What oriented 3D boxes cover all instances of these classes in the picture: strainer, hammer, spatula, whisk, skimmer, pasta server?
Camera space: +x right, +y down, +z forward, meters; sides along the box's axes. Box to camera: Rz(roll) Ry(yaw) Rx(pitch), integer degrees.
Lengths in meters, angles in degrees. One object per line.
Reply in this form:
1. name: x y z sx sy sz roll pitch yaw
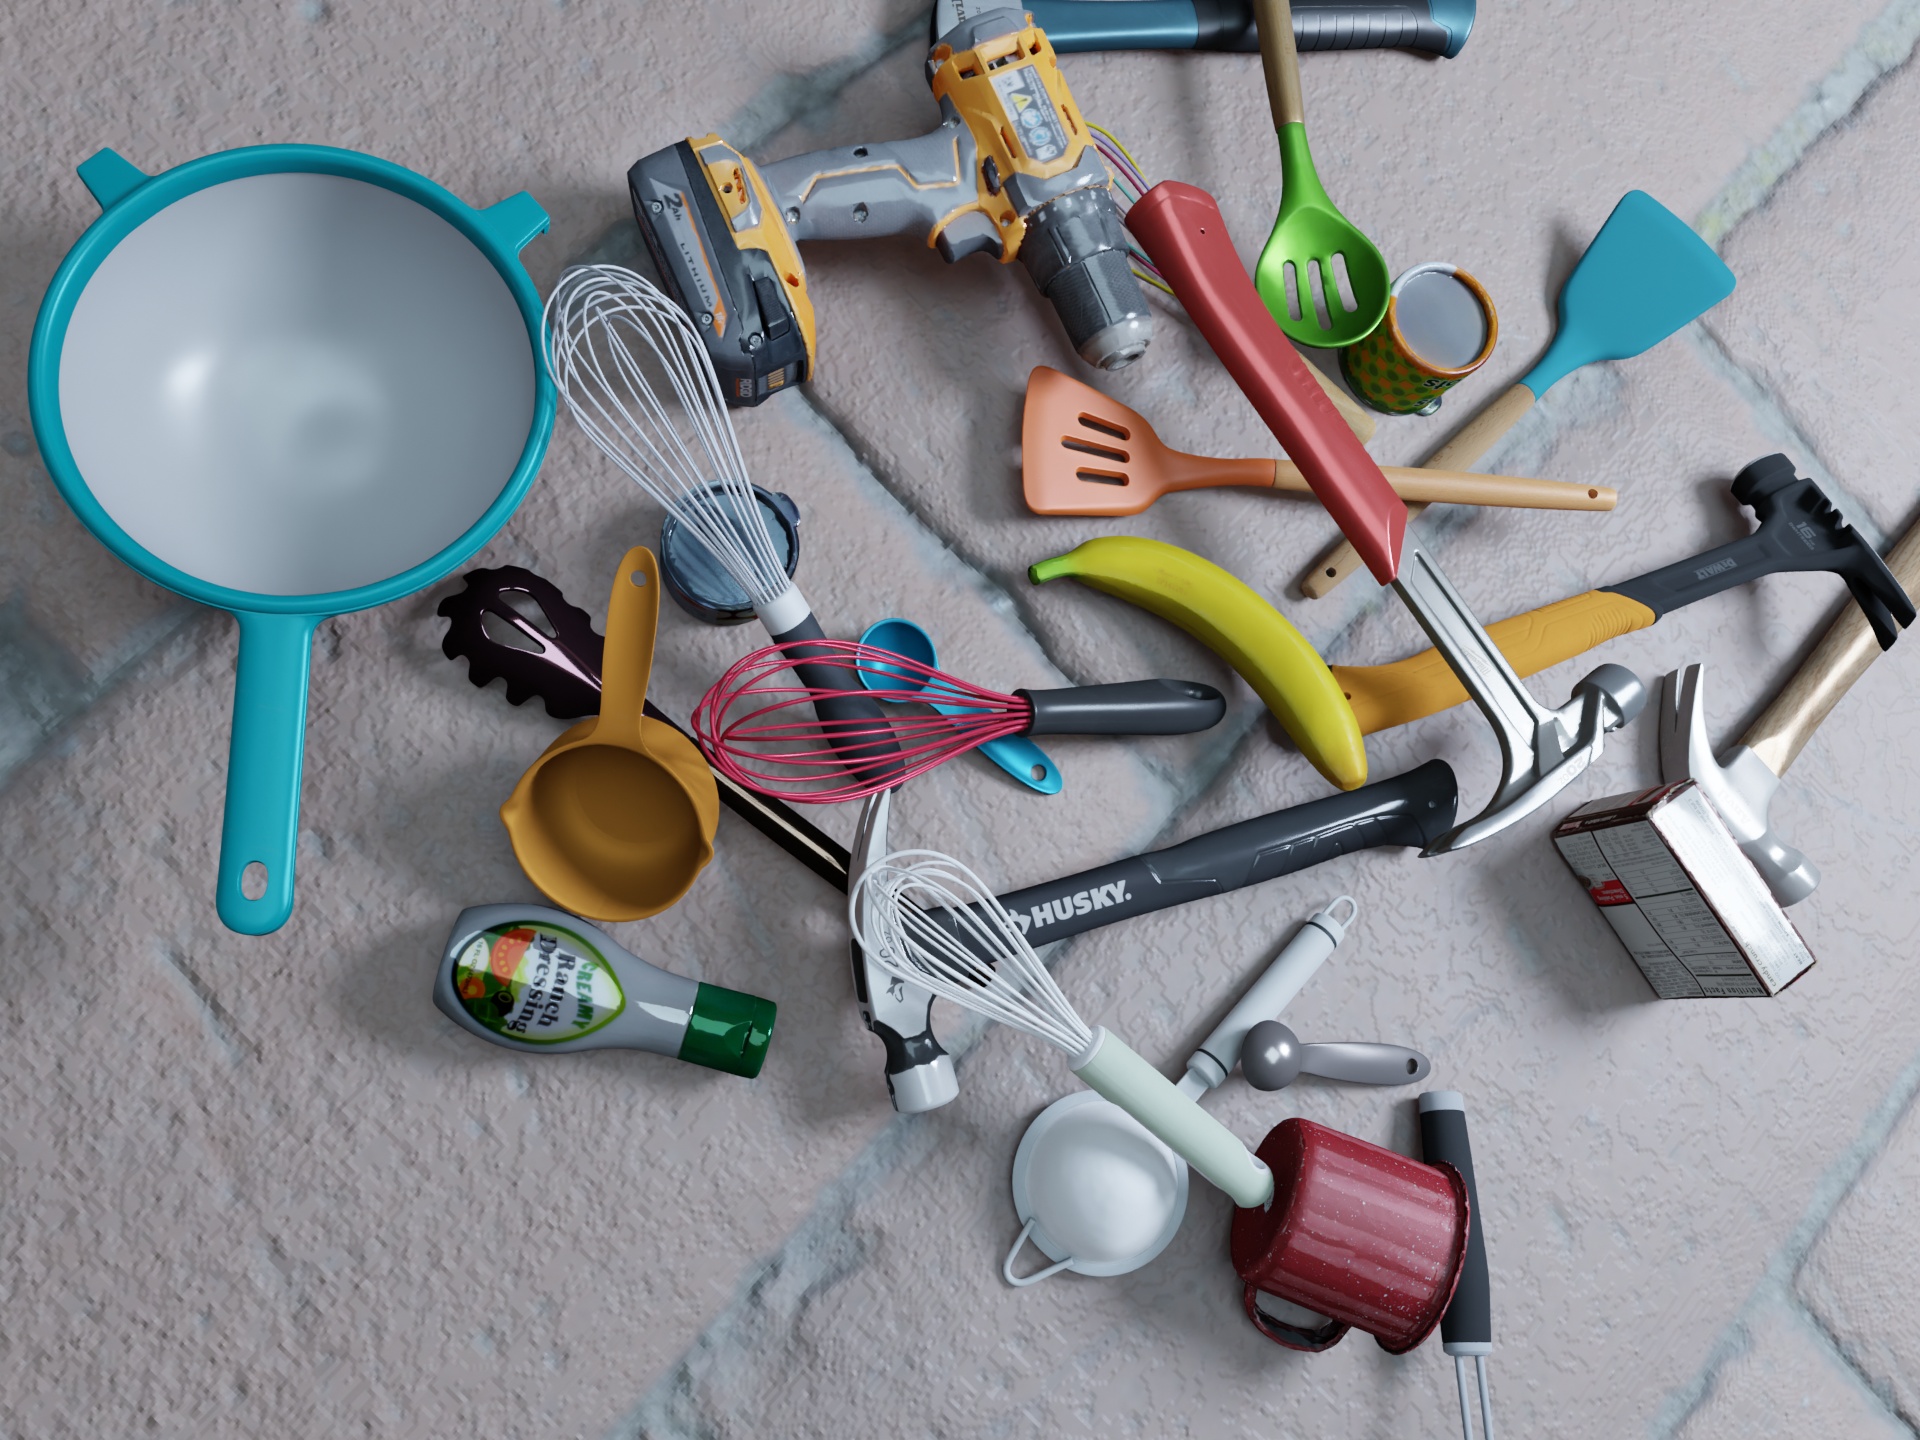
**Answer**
1. strainer: -0.287 -0.076 0.700 0.211 0.095 0.340 3 80 -11
2. hammer: 0.103 0.071 0.782 0.334 0.035 0.146 -14 87 -20
3. spatula: 0.301 -0.173 0.885 0.317 0.044 0.082 -42 84 -16
4. whisk: 0.133 -0.235 0.858 0.245 0.051 0.047 40 67 -6
5. skimmer: 0.238 0.369 0.771 0.127 0.090 0.364 4 68 -10
6. hammer: 0.142 -0.391 0.896 0.331 0.033 0.128 -8 82 -15
7. hammer: 0.343 -0.047 0.858 0.337 0.034 0.127 -19 61 -12
8. hammer: 0.189 -0.112 0.794 0.149 0.036 0.359 -33 86 -21
9. whisk: -0.098 -0.077 0.723 0.070 0.070 0.284 -38 116 -17
10. whisk: 0.050 0.143 0.713 0.246 0.058 0.059 41 99 -12
11. spatula: 0.191 -0.131 0.838 0.322 0.041 0.081 4 78 -3
12. hammer: 0.519 -0.052 0.919 0.130 0.031 0.331 46 72 -2
13. pasta server: -0.112 0.031 0.757 0.316 0.040 0.060 38 73 -8
14. strainer: 0.115 0.175 0.775 0.087 0.050 0.258 45 70 2
15. whisk: 0.012 -0.003 0.743 0.295 0.073 0.073 -3 79 -34

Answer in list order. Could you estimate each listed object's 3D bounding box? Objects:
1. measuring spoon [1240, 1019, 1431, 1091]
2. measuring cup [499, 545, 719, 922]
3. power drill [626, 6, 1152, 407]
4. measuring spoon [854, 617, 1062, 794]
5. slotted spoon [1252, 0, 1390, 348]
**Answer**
1. measuring spoon: 0.192 0.169 0.787 0.124 0.018 0.034 10 82 -29
2. measuring cup: -0.145 0.002 0.701 0.095 0.052 0.173 11 109 0
3. power drill: -0.027 -0.231 0.786 0.226 0.084 0.185 -24 86 -9
4. measuring spoon: -0.001 -0.003 0.797 0.128 0.021 0.042 38 74 -13
5. slotted spoon: 0.178 -0.345 0.866 0.070 0.031 0.314 -8 81 5
